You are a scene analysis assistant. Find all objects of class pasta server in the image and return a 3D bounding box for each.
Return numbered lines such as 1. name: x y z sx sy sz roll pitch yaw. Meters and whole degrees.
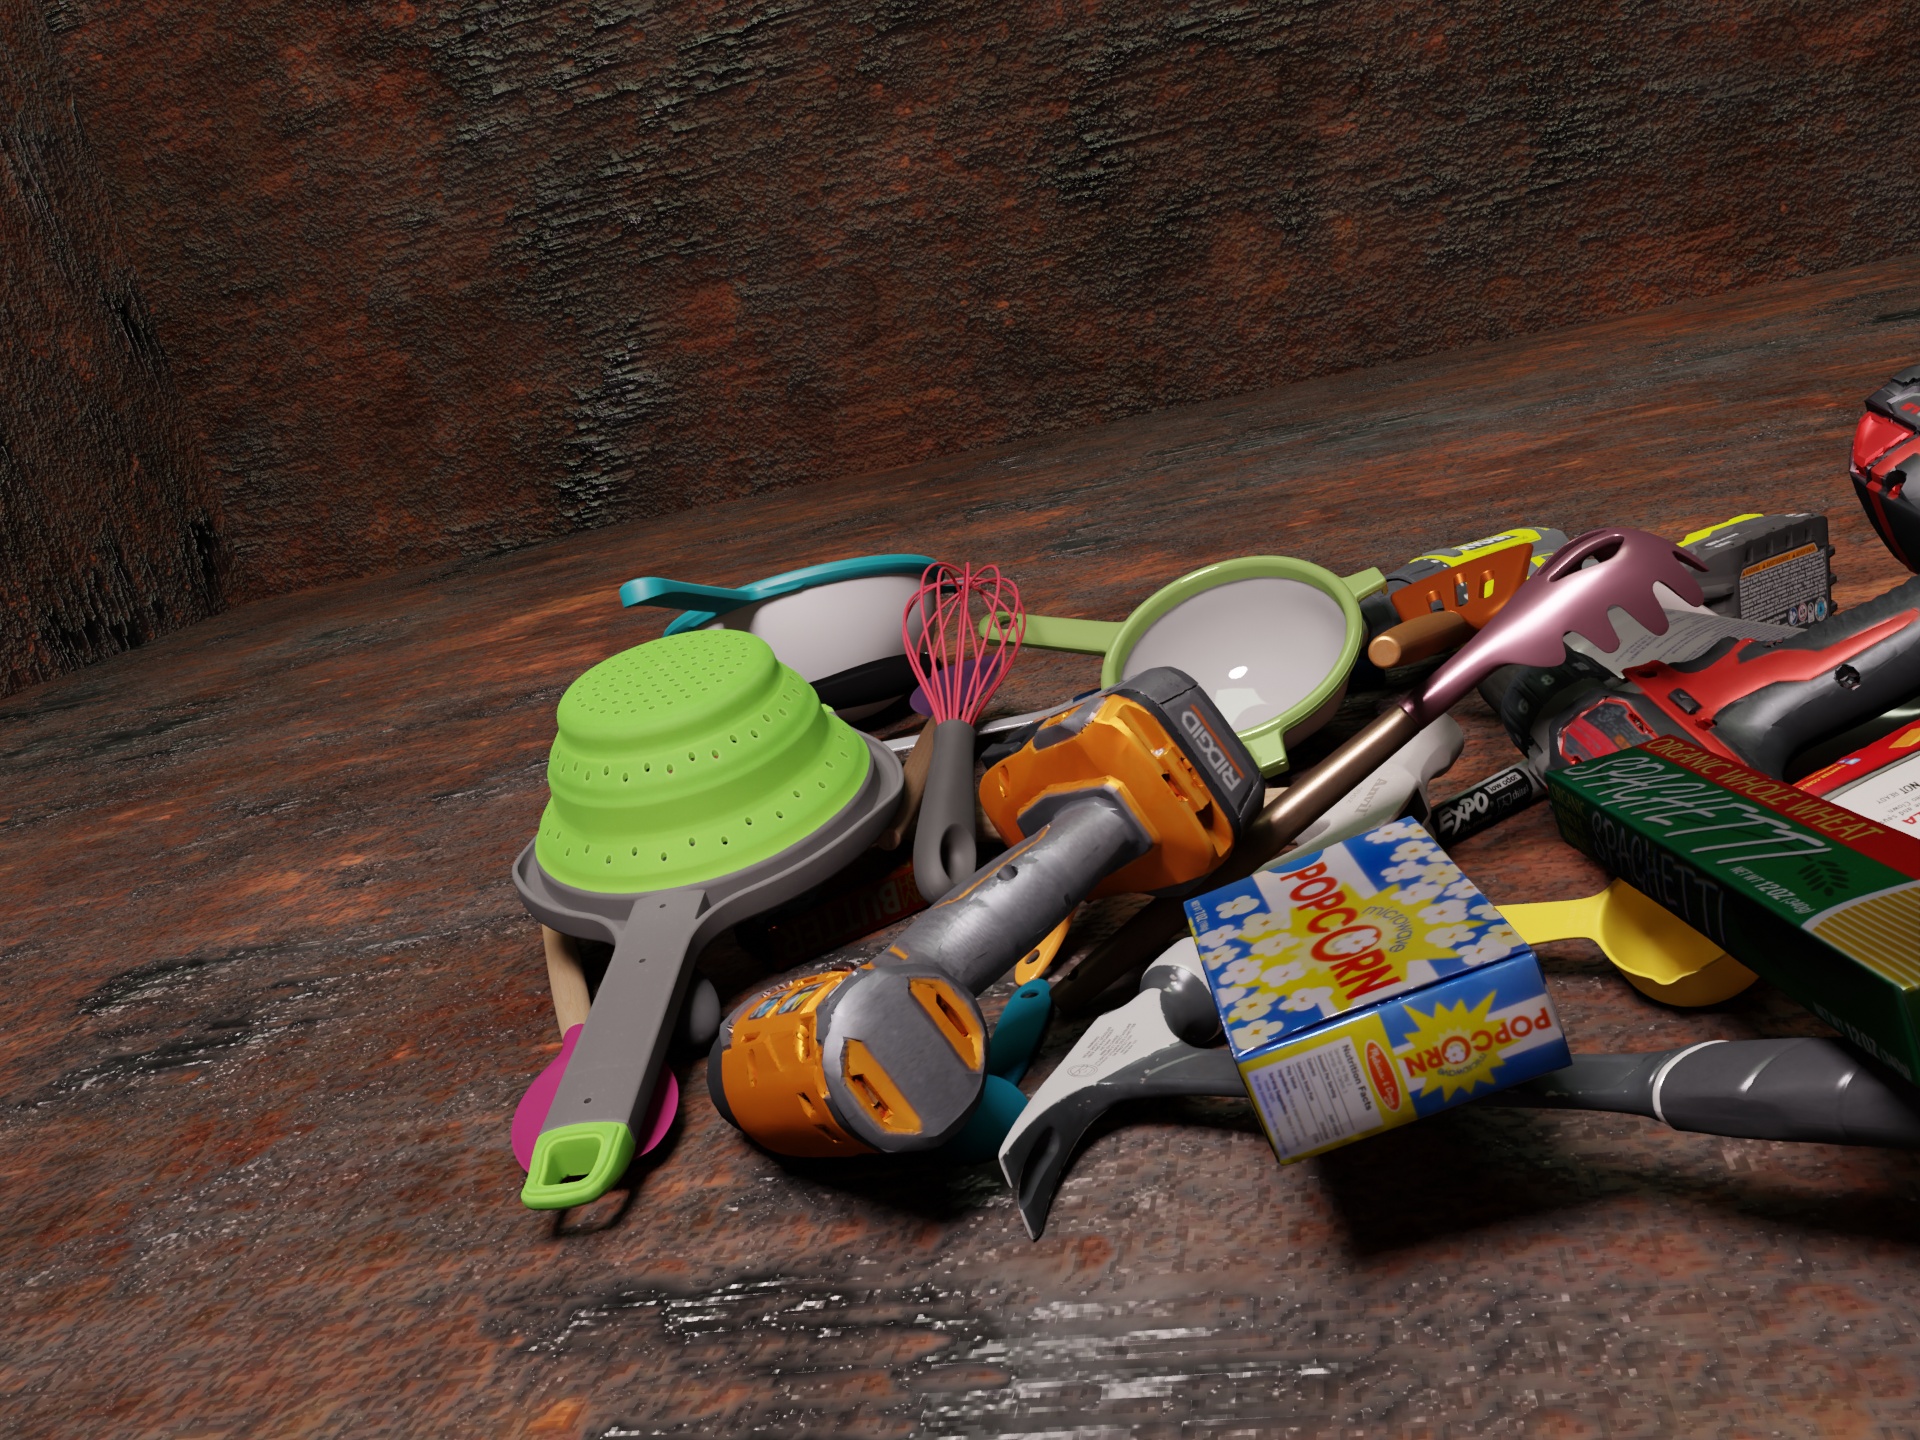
1. pasta server: 0.166 0.022 0.650 0.316 0.040 0.060 -40 22 3

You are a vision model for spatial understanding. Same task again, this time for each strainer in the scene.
1. strainer: -0.125 -0.043 1.096 0.211 0.095 0.340 -18 -6 20
2. strainer: 0.121 -0.027 0.944 0.256 0.069 0.151 9 54 40

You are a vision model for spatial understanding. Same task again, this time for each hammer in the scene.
1. hammer: 0.063 -0.002 1.012 0.405 0.035 0.144 -11 15 9
2. hammer: 0.075 0.049 0.793 0.331 0.031 0.130 -4 33 45
3. hammer: 0.182 0.101 0.439 0.409 0.036 0.149 -11 15 45

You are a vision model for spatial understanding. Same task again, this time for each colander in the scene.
1. colander: -0.141 0.053 0.729 0.204 0.094 0.397 -10 26 8

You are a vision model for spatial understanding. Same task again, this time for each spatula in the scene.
1. spatula: -0.017 0.010 0.938 0.060 0.018 0.316 -15 16 12
2. spatula: 0.221 -0.051 0.742 0.081 0.041 0.322 -21 -3 25

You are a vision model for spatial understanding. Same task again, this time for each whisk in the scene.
1. whisk: -0.167 0.099 0.815 0.070 0.070 0.285 -19 21 -18
2. whisk: -0.001 -0.003 0.867 0.073 0.073 0.296 -10 35 11
3. whisk: -0.110 -0.009 1.036 0.239 0.055 0.055 -17 15 -32

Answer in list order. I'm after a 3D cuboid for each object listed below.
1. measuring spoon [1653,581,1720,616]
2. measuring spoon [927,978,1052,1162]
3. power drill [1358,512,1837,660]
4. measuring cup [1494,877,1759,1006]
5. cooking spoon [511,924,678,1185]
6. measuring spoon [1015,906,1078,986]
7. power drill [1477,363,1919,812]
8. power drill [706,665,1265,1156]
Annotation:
1. measuring spoon: 0.371 -0.039 0.783 0.124 0.034 0.018 35 34 20
2. measuring spoon: 0.015 0.127 0.621 0.042 0.021 0.129 -8 18 18
3. power drill: 0.348 -0.068 0.907 0.190 0.080 0.229 -17 14 -34
4. measuring cup: 0.224 0.084 0.595 0.156 0.029 0.062 -16 39 45
5. cooking spoon: -0.181 0.140 0.750 0.068 0.017 0.319 -21 17 -13
6. measuring spoon: 0.047 0.073 0.725 0.021 0.011 0.117 -14 35 40
7. power drill: 0.329 -0.039 0.650 0.226 0.080 0.188 -40 30 11
8. power drill: -0.001 0.081 0.621 0.226 0.084 0.164 -40 8 -32
